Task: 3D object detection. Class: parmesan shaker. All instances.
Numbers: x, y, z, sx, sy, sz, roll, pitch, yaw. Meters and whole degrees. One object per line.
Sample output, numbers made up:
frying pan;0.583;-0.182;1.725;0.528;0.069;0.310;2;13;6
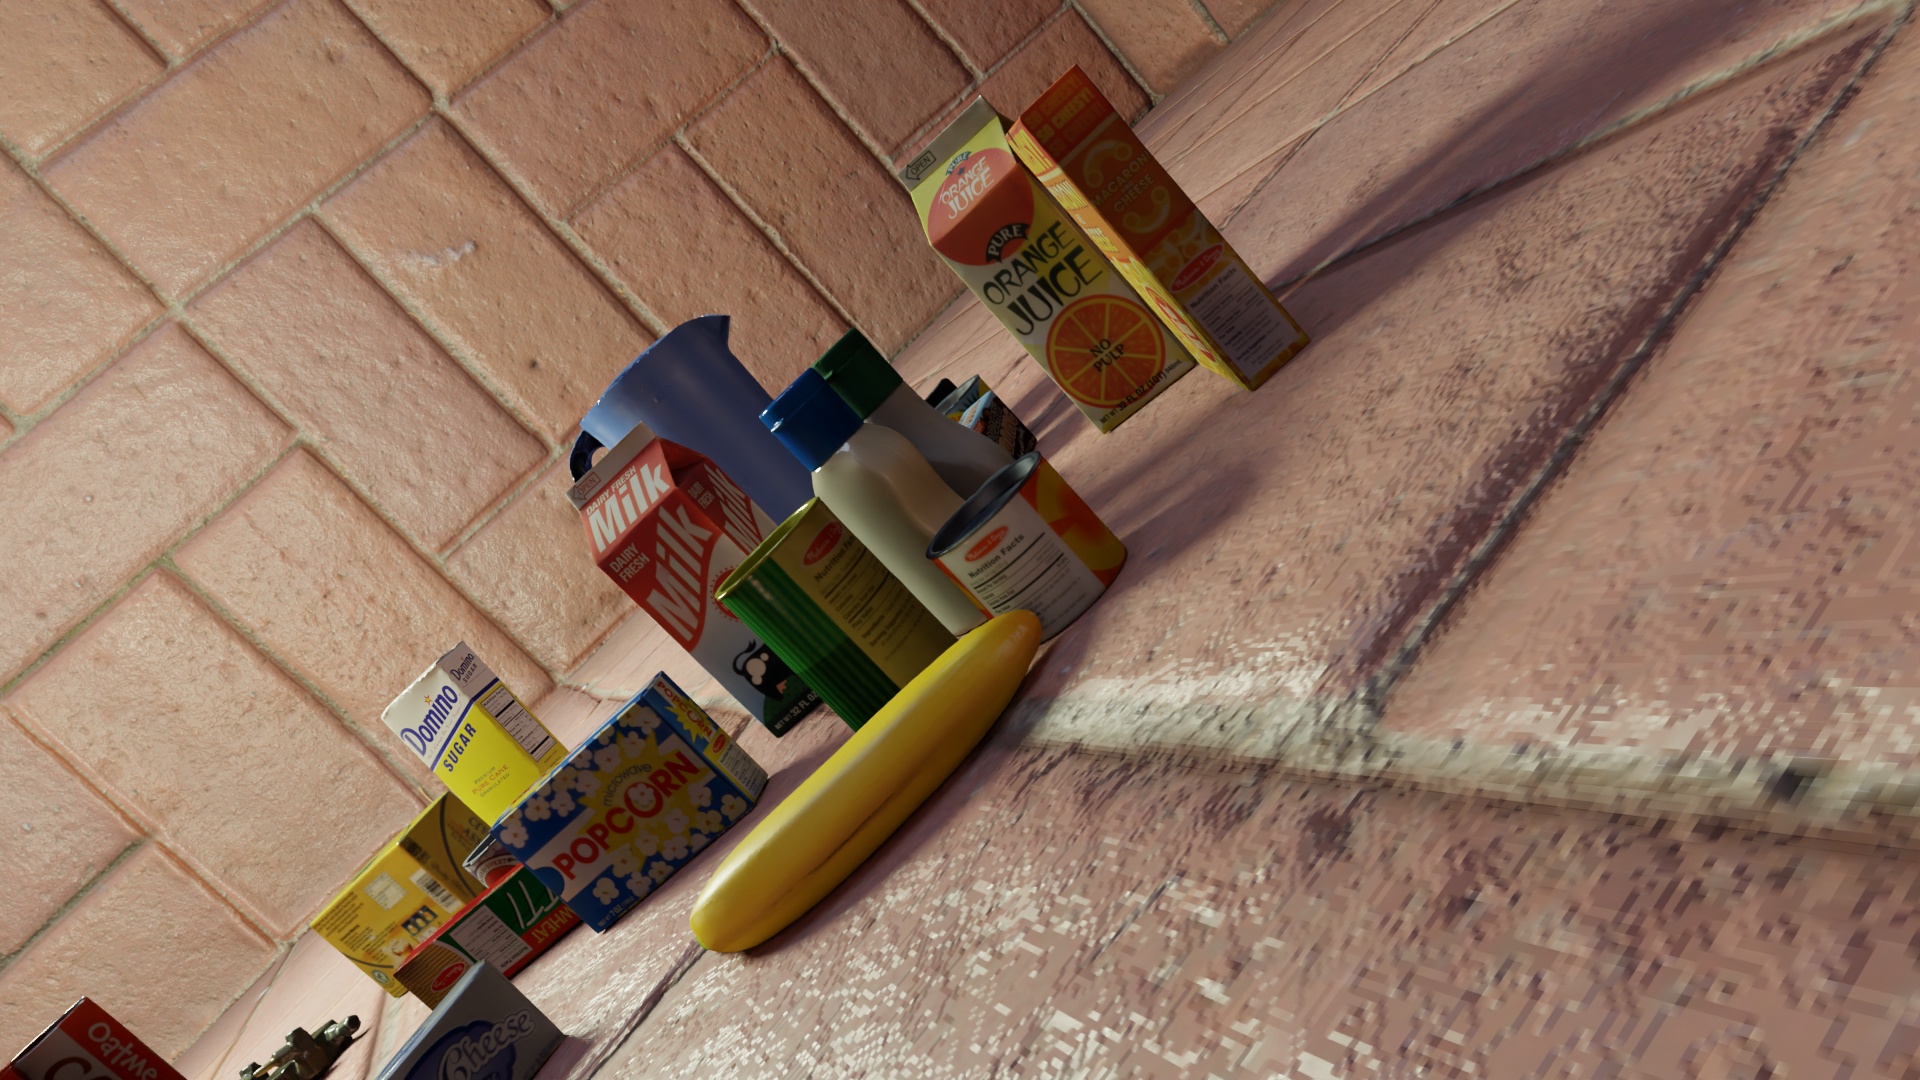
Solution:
parmesan shaker;-0.056;0.041;0.647;0.071;0.103;0.071;-42;10;9

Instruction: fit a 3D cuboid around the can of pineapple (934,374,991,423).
can of pineapple;0.008;-0.078;1.017;0.071;0.058;0.071;-42;10;9

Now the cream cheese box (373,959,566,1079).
cream cheese box;-0.231;0.246;0.621;0.024;0.053;0.104;-32;15;49

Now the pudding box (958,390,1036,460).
pudding box;0.019;-0.062;0.932;0.030;0.049;0.084;-39;11;26

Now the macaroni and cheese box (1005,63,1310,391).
macaroni and cheese box;0.092;-0.153;0.689;0.040;0.166;0.124;-42;10;8

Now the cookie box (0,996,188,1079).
cookie box;-0.355;0.285;0.618;0.122;0.167;0.040;-35;13;39

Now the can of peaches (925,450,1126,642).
can of peaches;0.029;0.003;0.599;0.071;0.058;0.071;-42;10;9

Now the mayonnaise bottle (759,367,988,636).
mayonnaise bottle;-0.034;-0.020;0.681;0.064;0.148;0.041;-33;14;46

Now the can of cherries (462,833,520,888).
can of cherries;-0.309;0.227;0.987;0.071;0.058;0.071;-42;10;9

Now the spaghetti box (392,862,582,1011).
spaghetti box;-0.248;0.212;0.835;0.249;0.050;0.029;-39;11;23

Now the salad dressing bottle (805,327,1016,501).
salad dressing bottle;-0.017;-0.045;0.719;0.064;0.147;0.044;-37;12;34

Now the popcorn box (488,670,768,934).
popcorn box;-0.179;0.143;0.756;0.126;0.085;0.038;-41;10;16

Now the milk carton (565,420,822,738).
milk carton;-0.146;0.019;0.832;0.072;0.190;0.074;-41;10;15

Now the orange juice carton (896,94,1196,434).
orange juice carton;0.052;-0.163;0.810;0.071;0.192;0.073;-38;11;28
